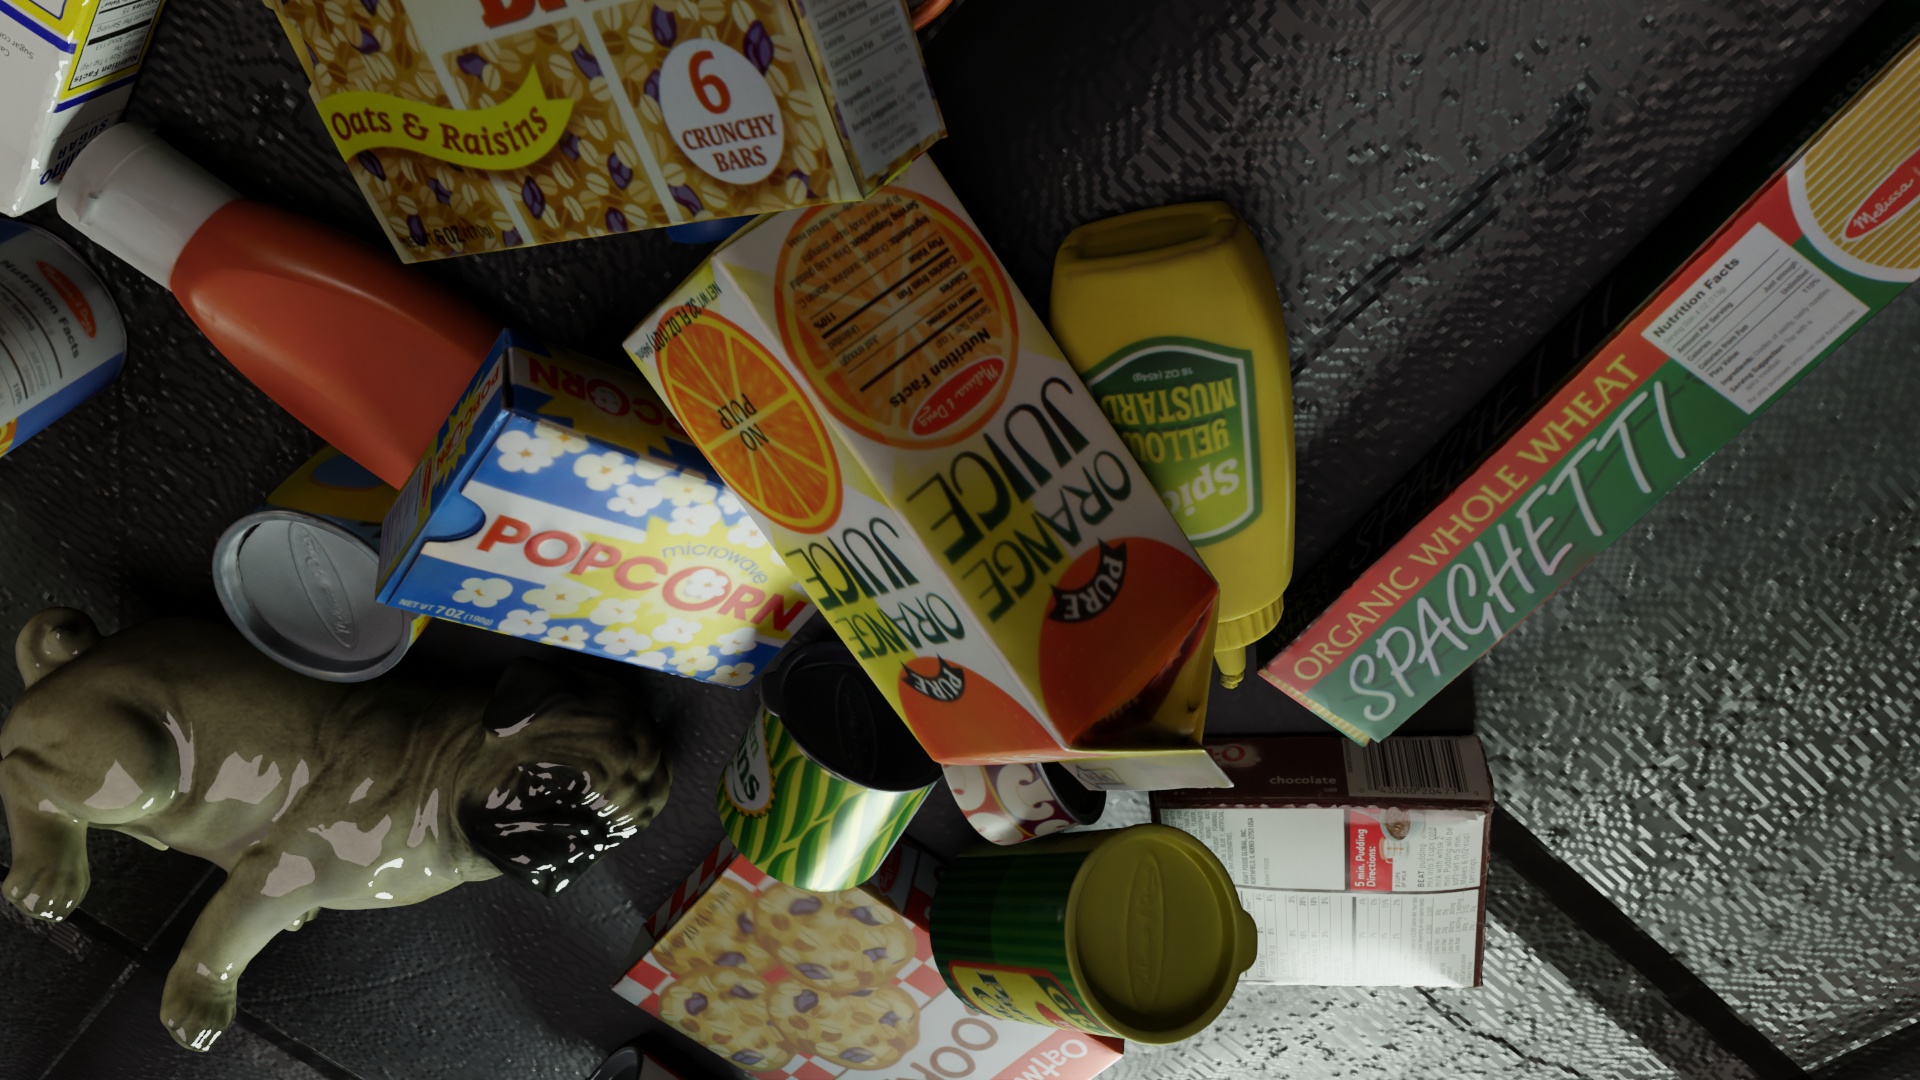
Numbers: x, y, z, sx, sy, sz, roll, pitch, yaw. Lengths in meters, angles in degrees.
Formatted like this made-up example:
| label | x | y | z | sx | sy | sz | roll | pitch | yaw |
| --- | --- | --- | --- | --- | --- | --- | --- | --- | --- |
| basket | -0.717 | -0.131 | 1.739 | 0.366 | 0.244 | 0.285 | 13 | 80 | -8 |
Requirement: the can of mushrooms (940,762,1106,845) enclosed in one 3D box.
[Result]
| label | x | y | z | sx | sy | sz | roll | pitch | yaw |
| --- | --- | --- | --- | --- | --- | --- | --- | --- | --- |
| can of mushrooms | 0.019 | 0.064 | 0.461 | 0.033 | 0.071 | 0.071 | -21 | 116 | 22 |

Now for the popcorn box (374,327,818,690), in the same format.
| label | x | y | z | sx | sy | sz | roll | pitch | yaw |
| --- | --- | --- | --- | --- | --- | --- | --- | --- | --- |
| popcorn box | -0.099 | -0.004 | 0.425 | 0.127 | 0.038 | 0.085 | 19 | 128 | -36 |

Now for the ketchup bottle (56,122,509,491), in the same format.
| label | x | y | z | sx | sy | sz | roll | pitch | yaw |
| --- | --- | --- | --- | --- | --- | --- | --- | --- | --- |
| ketchup bottle | -0.198 | -0.068 | 0.429 | 0.149 | 0.044 | 0.064 | 36 | 120 | -12 |

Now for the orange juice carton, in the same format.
| label | x | y | z | sx | sy | sz | roll | pitch | yaw |
| --- | --- | --- | --- | --- | --- | --- | --- | --- | --- |
| orange juice carton | 0.001 | -0.005 | 0.383 | 0.192 | 0.073 | 0.071 | 54 | 149 | -10 |

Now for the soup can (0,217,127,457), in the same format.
| label | x | y | z | sx | sy | sz | roll | pitch | yaw |
| --- | --- | --- | --- | --- | --- | --- | --- | --- | --- |
| soup can | -0.320 | -0.055 | 0.433 | 0.071 | 0.084 | 0.071 | 4 | 122 | 7 |

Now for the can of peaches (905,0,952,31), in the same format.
| label | x | y | z | sx | sy | sz | roll | pitch | yaw |
| --- | --- | --- | --- | --- | --- | --- | --- | --- | --- |
| can of peaches | -0.024 | -0.157 | 0.337 | 0.071 | 0.058 | 0.071 | 4 | 122 | 6 |

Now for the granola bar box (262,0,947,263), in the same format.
| label | x | y | z | sx | sy | sz | roll | pitch | yaw |
| --- | --- | --- | --- | --- | --- | --- | --- | --- | --- |
| granola bar box | -0.098 | -0.134 | 0.322 | 0.165 | 0.039 | 0.123 | 2 | 124 | 35 |

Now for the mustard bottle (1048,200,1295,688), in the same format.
| label | x | y | z | sx | sy | sz | roll | pitch | yaw |
| --- | --- | --- | --- | --- | --- | --- | --- | --- | --- |
| mustard bottle | 0.070 | -0.017 | 0.412 | 0.065 | 0.049 | 0.159 | -8 | 120 | 18 |

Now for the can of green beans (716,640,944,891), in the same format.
| label | x | y | z | sx | sy | sz | roll | pitch | yaw |
| --- | --- | --- | --- | --- | --- | --- | --- | --- | --- |
| can of green beans | -0.044 | 0.078 | 0.479 | 0.071 | 0.071 | 0.057 | 27 | 122 | -7 |

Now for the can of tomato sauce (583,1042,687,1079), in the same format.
| label | x | y | z | sx | sy | sz | roll | pitch | yaw |
| --- | --- | --- | --- | --- | --- | --- | --- | --- | --- |
| can of tomato sauce | -0.132 | 0.275 | 0.616 | 0.083 | 0.071 | 0.071 | 42 | 119 | -17 |

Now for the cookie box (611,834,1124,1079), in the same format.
| label | x | y | z | sx | sy | sz | roll | pitch | yaw |
| --- | --- | --- | --- | --- | --- | --- | --- | --- | --- |
| cookie box | -0.035 | 0.178 | 0.556 | 0.167 | 0.040 | 0.122 | 35 | 120 | -11 |

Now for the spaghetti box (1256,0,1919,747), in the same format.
| label | x | y | z | sx | sy | sz | roll | pitch | yaw |
| --- | --- | --- | --- | --- | --- | --- | --- | --- | --- |
| spaghetti box | 0.182 | -0.034 | 0.395 | 0.050 | 0.029 | 0.249 | 33 | 121 | -11 |

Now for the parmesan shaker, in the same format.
| label | x | y | z | sx | sy | sz | roll | pitch | yaw |
| --- | --- | --- | --- | --- | --- | --- | --- | --- | --- |
| parmesan shaker | 0.042 | 0.134 | 0.474 | 0.071 | 0.071 | 0.102 | 37 | 153 | -13 |

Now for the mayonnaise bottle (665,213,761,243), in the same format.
| label | x | y | z | sx | sy | sz | roll | pitch | yaw |
| --- | --- | --- | --- | --- | --- | --- | --- | --- | --- |
| mayonnaise bottle | -0.083 | -0.153 | 0.360 | 0.065 | 0.041 | 0.147 | -3 | 123 | 21 |

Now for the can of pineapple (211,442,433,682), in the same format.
| label | x | y | z | sx | sy | sz | roll | pitch | yaw |
| --- | --- | --- | --- | --- | --- | --- | --- | --- | --- |
| can of pineapple | -0.200 | 0.005 | 0.465 | 0.071 | 0.058 | 0.070 | 4 | 122 | 7 |
